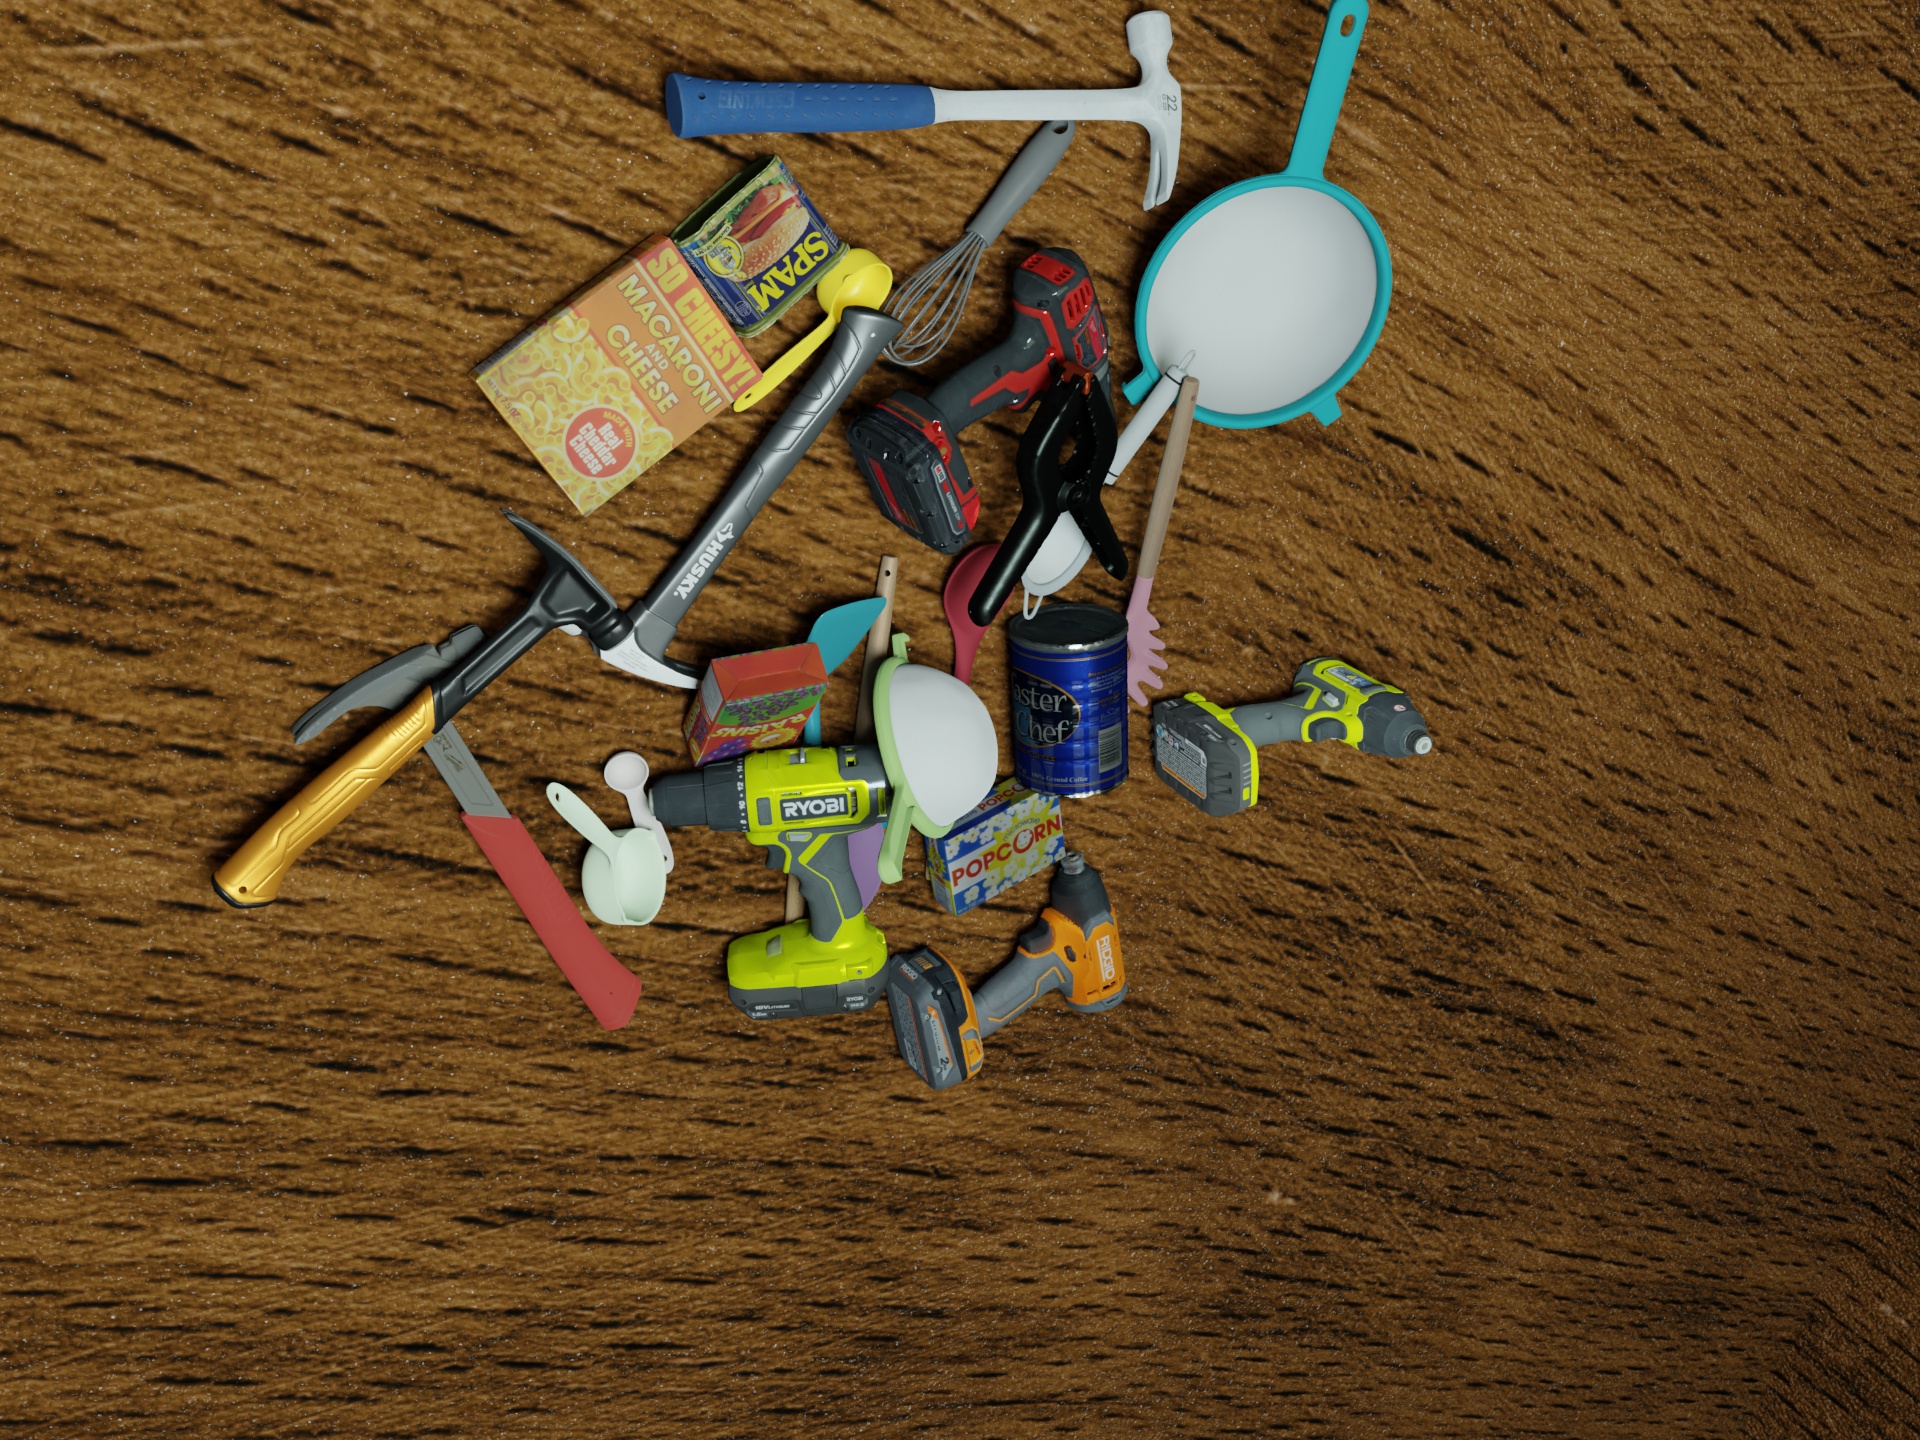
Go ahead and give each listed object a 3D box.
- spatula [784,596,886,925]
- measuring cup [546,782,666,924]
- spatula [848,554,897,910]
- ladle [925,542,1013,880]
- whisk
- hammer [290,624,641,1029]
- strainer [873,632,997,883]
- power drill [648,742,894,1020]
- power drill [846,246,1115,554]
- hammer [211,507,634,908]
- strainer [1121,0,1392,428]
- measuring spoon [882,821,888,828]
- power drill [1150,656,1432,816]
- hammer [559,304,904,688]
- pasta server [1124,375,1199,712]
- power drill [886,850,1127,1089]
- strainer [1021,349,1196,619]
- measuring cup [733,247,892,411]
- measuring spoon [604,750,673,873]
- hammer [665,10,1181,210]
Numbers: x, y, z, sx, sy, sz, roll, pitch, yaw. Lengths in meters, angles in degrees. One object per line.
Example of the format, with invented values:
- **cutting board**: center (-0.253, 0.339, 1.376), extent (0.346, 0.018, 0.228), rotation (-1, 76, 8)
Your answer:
- **spatula**: center (-0.118, 0.047, 1.317), extent (0.082, 0.044, 0.317), rotation (-20, 124, -51)
- **measuring cup**: center (-0.283, 0.097, 1.218), extent (0.167, 0.038, 0.083), rotation (59, 34, -47)
- **spatula**: center (-0.079, 0.017, 1.334), extent (0.060, 0.018, 0.316), rotation (8, 105, -1)
- **ladle**: center (-0.002, -0.004, 1.370), extent (0.069, 0.031, 0.315), rotation (-4, 113, -31)
- **whisk**: center (0.016, -0.369, 1.219), extent (0.055, 0.055, 0.239), rotation (39, 85, -34)
- **hammer**: center (-0.352, 0.107, 1.221), extent (0.149, 0.037, 0.358), rotation (-31, 121, -14)
- **strainer**: center (-0.016, 0.040, 1.229), extent (0.069, 0.257, 0.151), rotation (-16, 116, 15)
- **power drill**: center (-0.145, 0.127, 1.291), extent (0.190, 0.080, 0.228), rotation (-5, 118, -5)
- **power drill**: center (0.034, -0.234, 1.242), extent (0.227, 0.080, 0.187), rotation (-45, 146, -14)
- **hammer**: center (-0.393, 0.002, 1.116), extent (0.337, 0.034, 0.127), rotation (-43, 123, -6)
- **strainer**: center (0.247, -0.406, 1.268), extent (0.211, 0.095, 0.340), rotation (3, 124, -13)
- **measuring spoon**: center (-0.057, 0.083, 1.366), extent (0.128, 0.021, 0.042), rotation (-31, 118, -2)
- **power drill**: center (0.303, 0.011, 1.456), extent (0.223, 0.171, 0.080), rotation (-15, 116, -19)
- **hammer**: center (-0.153, -0.170, 1.197), extent (0.146, 0.035, 0.335), rotation (33, 98, -34)
- **pasta server**: center (0.168, -0.143, 1.351), extent (0.060, 0.040, 0.316), rotation (-21, 137, -33)
- **power drill**: center (0.047, 0.223, 1.459), extent (0.226, 0.084, 0.164), rotation (-23, 118, -23)
- **strainer**: center (0.115, -0.198, 1.313), extent (0.086, 0.050, 0.258), rotation (7, 126, -53)
- **measuring cup**: center (-0.118, -0.292, 1.189), extent (0.156, 0.029, 0.062), rotation (-41, 162, 8)
- **measuring spoon**: center (-0.255, 0.073, 1.275), extent (0.034, 0.018, 0.124), rotation (-19, 125, -8)
- **hammer**: center (-0.011, -0.440, 1.152), extent (0.405, 0.035, 0.144), rotation (-11, 96, -25)
